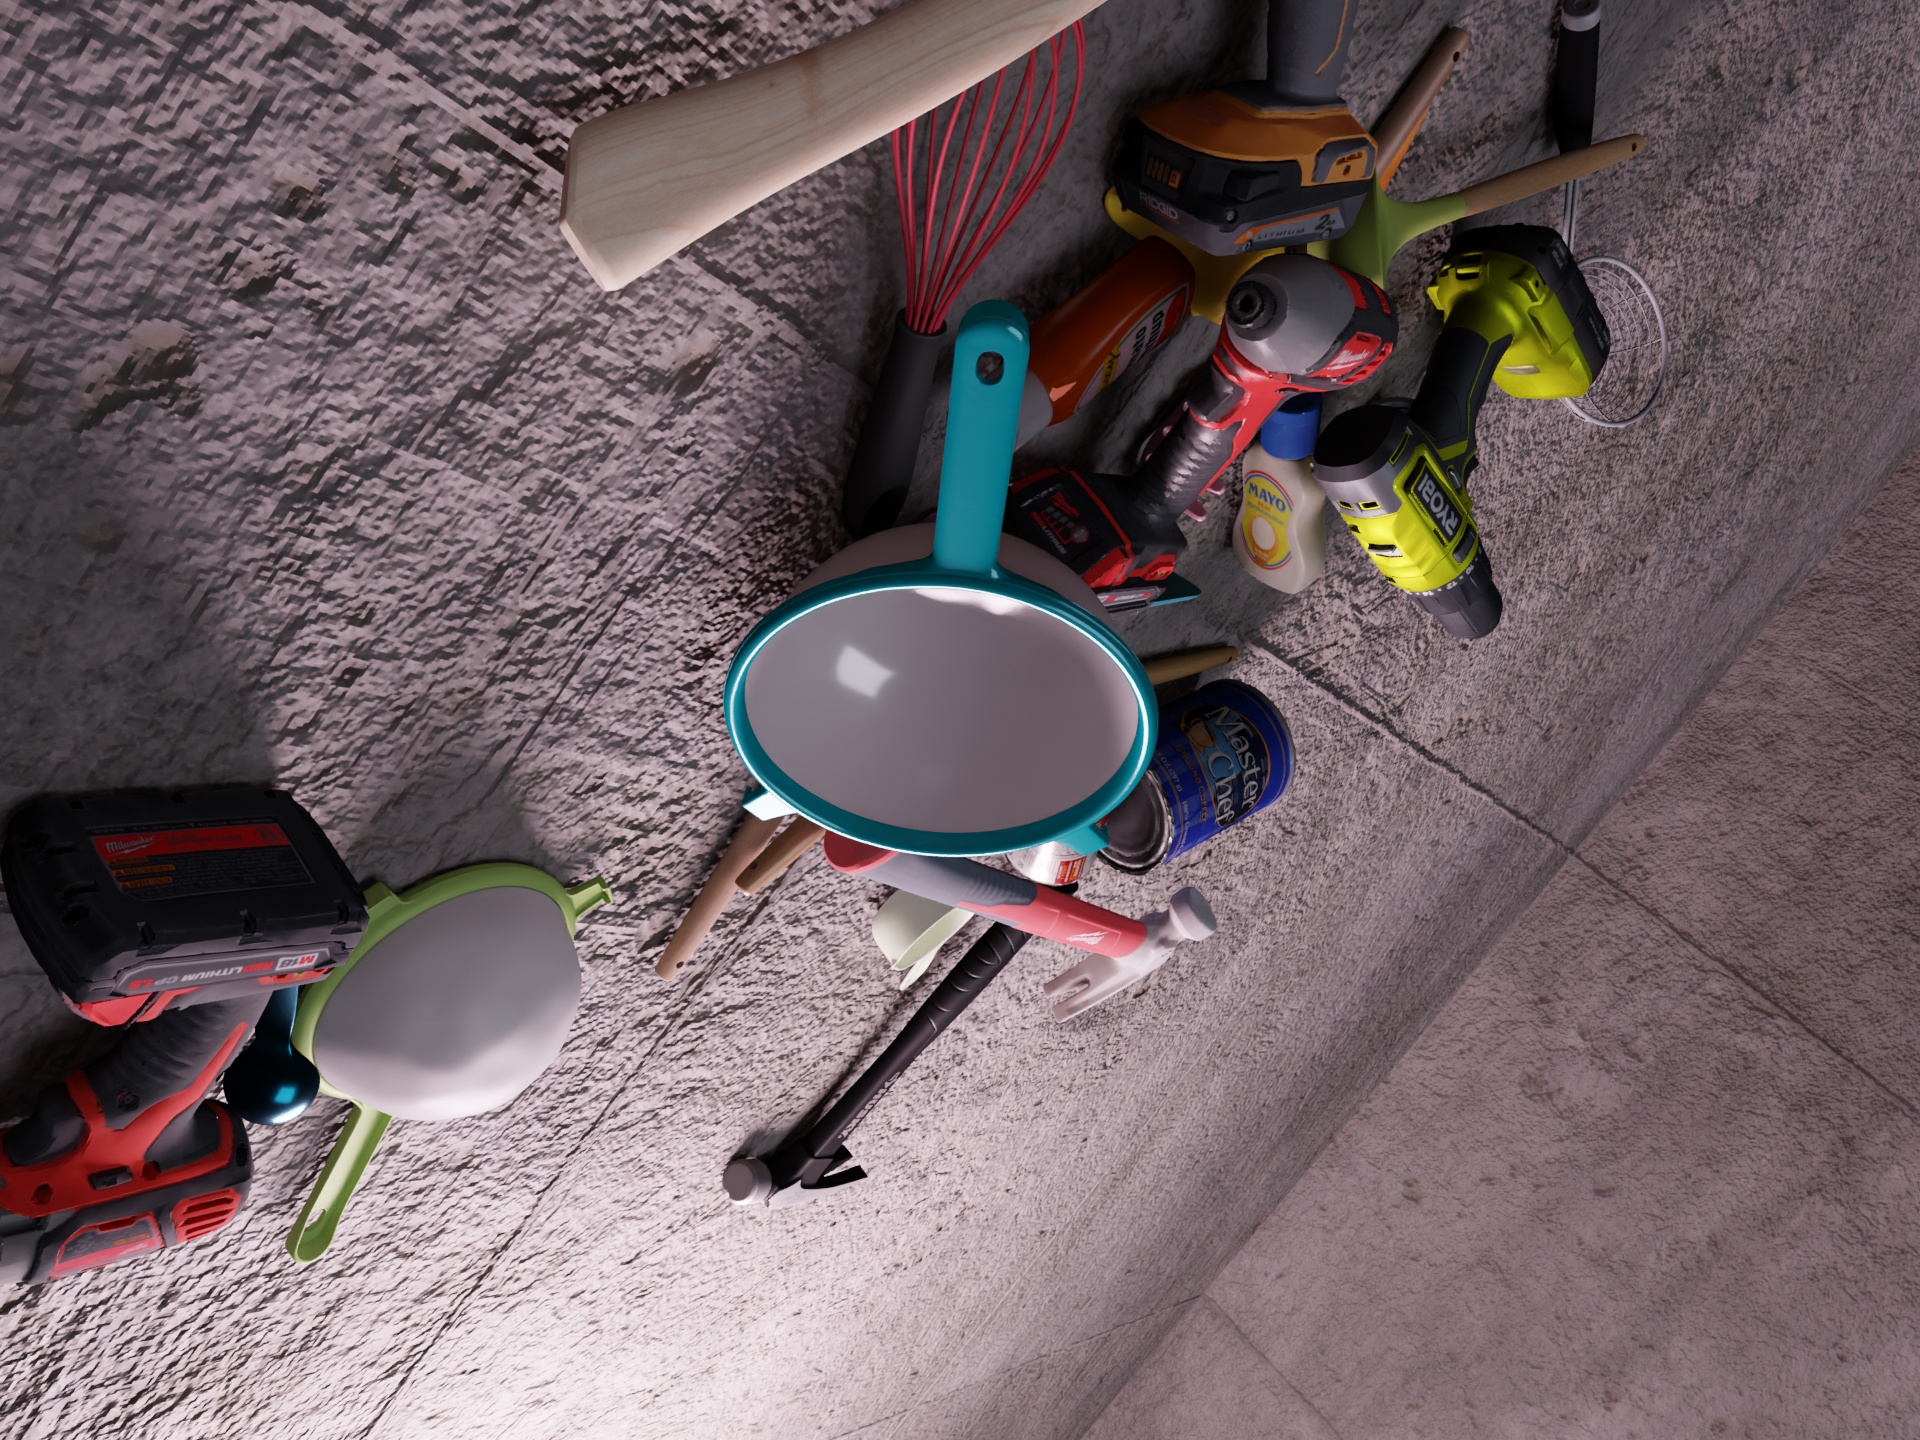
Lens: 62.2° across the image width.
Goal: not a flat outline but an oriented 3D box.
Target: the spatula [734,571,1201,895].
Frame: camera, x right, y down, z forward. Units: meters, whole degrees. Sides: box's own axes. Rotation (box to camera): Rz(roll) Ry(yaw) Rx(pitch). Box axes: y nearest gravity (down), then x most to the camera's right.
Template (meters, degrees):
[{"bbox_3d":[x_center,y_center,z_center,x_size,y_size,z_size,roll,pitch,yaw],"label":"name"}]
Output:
[{"bbox_3d":[-0.001,-0.003,0.917,0.317,0.082,0.044,-41,131,-11],"label":"spatula"}]

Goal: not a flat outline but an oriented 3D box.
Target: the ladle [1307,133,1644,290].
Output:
[{"bbox_3d":[0.315,-0.305,0.923,0.320,0.062,0.078,-26,118,-31],"label":"ladle"}]

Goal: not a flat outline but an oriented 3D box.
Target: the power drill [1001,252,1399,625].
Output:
[{"bbox_3d":[0.118,-0.148,0.820,0.219,0.079,0.143,-44,163,29],"label":"power drill"}]

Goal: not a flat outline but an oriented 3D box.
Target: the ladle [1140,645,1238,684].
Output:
[{"bbox_3d":[0.103,-0.026,1.073,0.315,0.031,0.069,-14,139,-48],"label":"ladle"}]

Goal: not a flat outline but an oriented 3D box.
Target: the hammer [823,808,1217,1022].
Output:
[{"bbox_3d":[0.027,0.125,1.018,0.143,0.038,0.386,-36,148,19],"label":"hammer"}]

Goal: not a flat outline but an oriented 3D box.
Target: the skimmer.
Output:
[{"bbox_3d":[0.446,-0.339,1.086,0.127,0.090,0.362,-59,152,-14],"label":"skimmer"}]

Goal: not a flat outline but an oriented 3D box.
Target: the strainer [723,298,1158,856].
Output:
[{"bbox_3d":[-0.001,-0.070,0.750,0.211,0.095,0.340,6,138,-2],"label":"strainer"}]

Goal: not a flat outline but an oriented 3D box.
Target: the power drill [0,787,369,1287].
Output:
[{"bbox_3d":[-0.349,0.138,0.617,0.187,0.080,0.226,-2,130,-52],"label":"power drill"}]

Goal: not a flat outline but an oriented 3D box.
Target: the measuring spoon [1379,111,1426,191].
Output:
[{"bbox_3d":[0.251,-0.318,0.930,0.021,0.011,0.116,-12,135,-47],"label":"measuring spoon"}]

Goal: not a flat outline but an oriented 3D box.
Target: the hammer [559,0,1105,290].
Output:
[{"bbox_3d":[0.044,-0.264,0.572,0.410,0.038,0.146,-34,109,-8],"label":"hammer"}]

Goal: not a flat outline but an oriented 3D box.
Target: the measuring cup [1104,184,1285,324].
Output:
[{"bbox_3d":[0.124,-0.245,0.829,0.156,0.029,0.062,5,122,-54],"label":"measuring cup"}]

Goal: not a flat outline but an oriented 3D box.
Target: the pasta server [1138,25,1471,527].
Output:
[{"bbox_3d":[0.196,-0.251,0.912,0.060,0.040,0.316,21,108,-49],"label":"pasta server"}]

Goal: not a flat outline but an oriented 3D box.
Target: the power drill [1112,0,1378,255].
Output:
[{"bbox_3d":[0.134,-0.327,0.698,0.185,0.084,0.226,-20,137,-36],"label":"power drill"}]

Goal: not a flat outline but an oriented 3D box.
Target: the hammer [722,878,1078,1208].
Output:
[{"bbox_3d":[-0.030,0.236,1.187,0.335,0.035,0.146,-49,151,9],"label":"hammer"}]

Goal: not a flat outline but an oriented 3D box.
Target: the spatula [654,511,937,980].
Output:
[{"bbox_3d":[-0.087,0.019,0.879,0.059,0.018,0.316,18,111,-47],"label":"spatula"}]

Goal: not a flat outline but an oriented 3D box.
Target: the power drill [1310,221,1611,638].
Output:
[{"bbox_3d":[0.330,-0.183,1.025,0.190,0.080,0.228,43,71,-35],"label":"power drill"}]

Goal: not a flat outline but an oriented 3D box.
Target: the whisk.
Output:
[{"bbox_3d":[-0.013,-0.189,0.690,0.073,0.073,0.295,-25,151,-35],"label":"whisk"}]

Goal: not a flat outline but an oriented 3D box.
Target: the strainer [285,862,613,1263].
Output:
[{"bbox_3d":[-0.267,0.190,0.790,0.151,0.069,0.256,7,119,-56],"label":"strainer"}]

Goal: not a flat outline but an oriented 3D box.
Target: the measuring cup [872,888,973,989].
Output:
[{"bbox_3d":[-0.033,0.149,1.104,0.083,0.038,0.167,-34,165,-25],"label":"measuring cup"}]

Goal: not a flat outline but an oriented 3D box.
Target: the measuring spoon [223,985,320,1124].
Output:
[{"bbox_3d":[-0.307,0.137,0.709,0.042,0.021,0.128,6,123,-17],"label":"measuring spoon"}]
